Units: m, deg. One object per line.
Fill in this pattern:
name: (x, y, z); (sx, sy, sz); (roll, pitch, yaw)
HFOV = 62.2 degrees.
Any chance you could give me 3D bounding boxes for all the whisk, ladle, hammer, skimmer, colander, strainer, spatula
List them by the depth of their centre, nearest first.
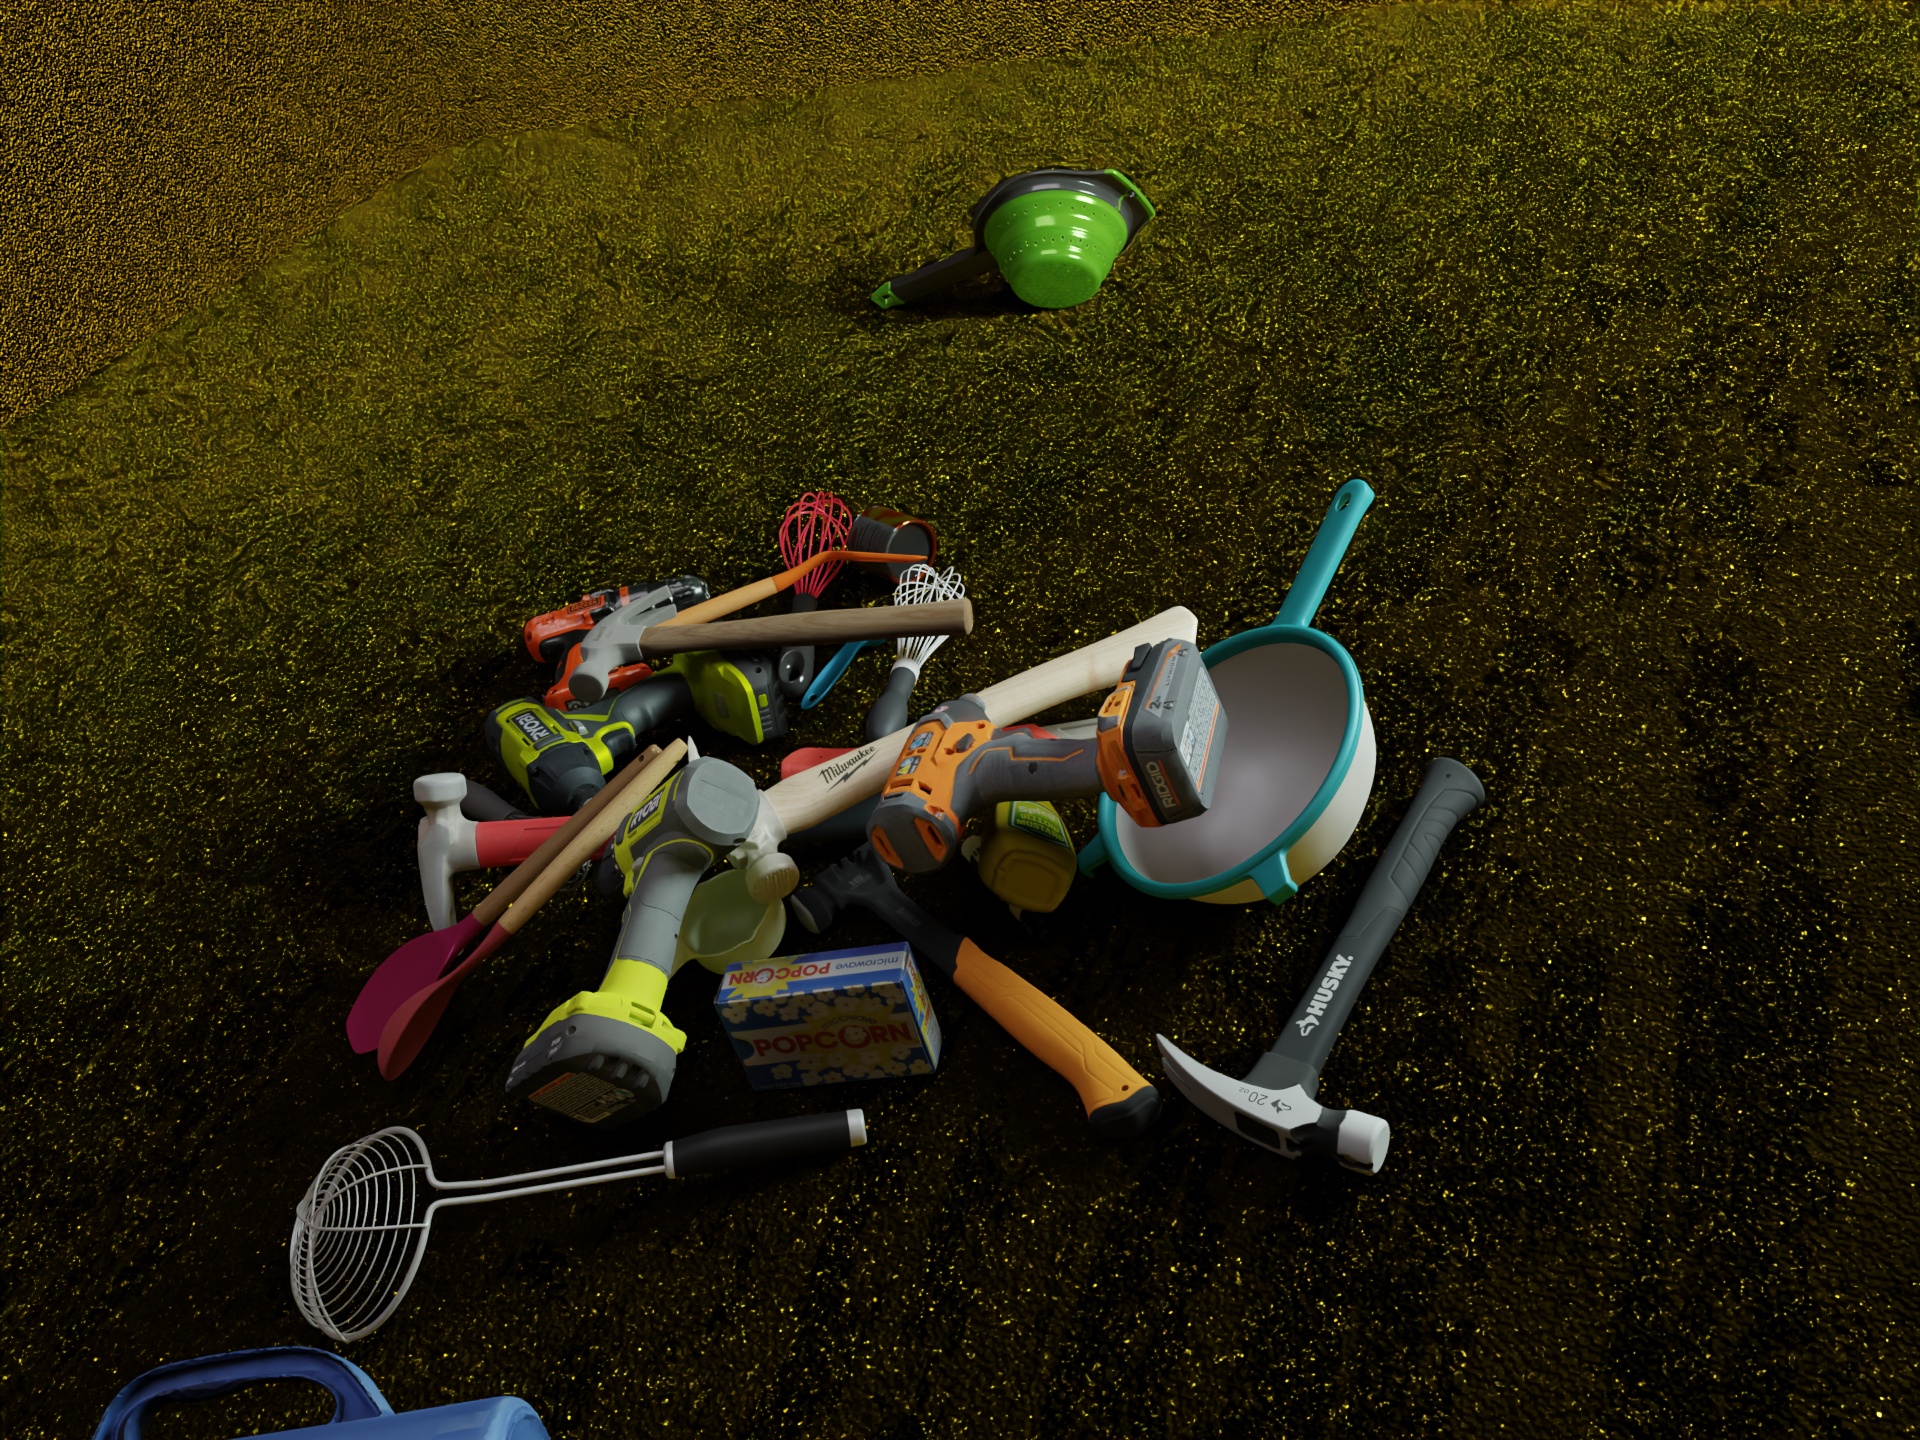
skimmer: (-0.238, 0.296, 0.995); (0.363, 0.090, 0.127); (-8, 53, -6)
hammer: (0.252, 0.135, 1.011); (0.146, 0.035, 0.335); (12, 44, 33)
hammer: (0.020, 0.167, 1.063); (0.127, 0.034, 0.337); (-33, 38, -20)
strainer: (0.231, -0.007, 1.097); (0.211, 0.095, 0.340); (1, 57, 54)
ladle: (-0.309, 0.131, 1.148); (0.031, 0.069, 0.315); (42, 83, 5)
hammer: (-0.002, -0.004, 1.208); (0.410, 0.038, 0.146); (-24, 53, -18)
hammer: (-0.216, 0.100, 1.217); (0.386, 0.143, 0.038); (-4, 8, 0)
hammer: (0.034, 0.026, 1.247); (0.359, 0.036, 0.149); (-9, 36, 10)
whisk: (-0.373, 0.089, 1.326); (0.055, 0.055, 0.239); (-38, 35, -27)
hammer: (-0.154, -0.075, 1.329); (0.331, 0.031, 0.130); (-4, 35, 8)
whisk: (-0.040, -0.055, 1.343); (0.070, 0.070, 0.285); (-7, 30, 14)
spatula: (-0.187, -0.105, 1.436); (0.322, 0.041, 0.081); (-22, 6, -4)
whisk: (-0.145, -0.125, 1.513); (0.073, 0.073, 0.296); (-9, 42, 10)
colander: (0.049, -0.554, 1.979); (0.397, 0.204, 0.095); (-12, 67, 34)

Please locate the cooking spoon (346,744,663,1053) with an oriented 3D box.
cooking spoon: (-0.339, 0.130, 1.182); (0.319, 0.017, 0.069); (-43, 47, 2)

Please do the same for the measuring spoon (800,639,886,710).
measuring spoon: (-0.102, -0.050, 1.429); (0.042, 0.021, 0.129); (14, 54, 35)

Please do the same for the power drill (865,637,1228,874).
power drill: (0.058, 0.017, 1.069); (0.226, 0.084, 0.164); (-13, 30, 26)

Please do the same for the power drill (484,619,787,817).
power drill: (-0.266, 0.005, 1.335); (0.223, 0.080, 0.171); (-25, 35, -25)

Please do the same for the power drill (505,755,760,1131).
power drill: (-0.224, 0.151, 1.076); (0.190, 0.080, 0.229); (-35, 34, 48)

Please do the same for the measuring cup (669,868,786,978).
measuring cup: (-0.193, 0.179, 1.142); (0.167, 0.038, 0.083); (-45, 43, -11)
